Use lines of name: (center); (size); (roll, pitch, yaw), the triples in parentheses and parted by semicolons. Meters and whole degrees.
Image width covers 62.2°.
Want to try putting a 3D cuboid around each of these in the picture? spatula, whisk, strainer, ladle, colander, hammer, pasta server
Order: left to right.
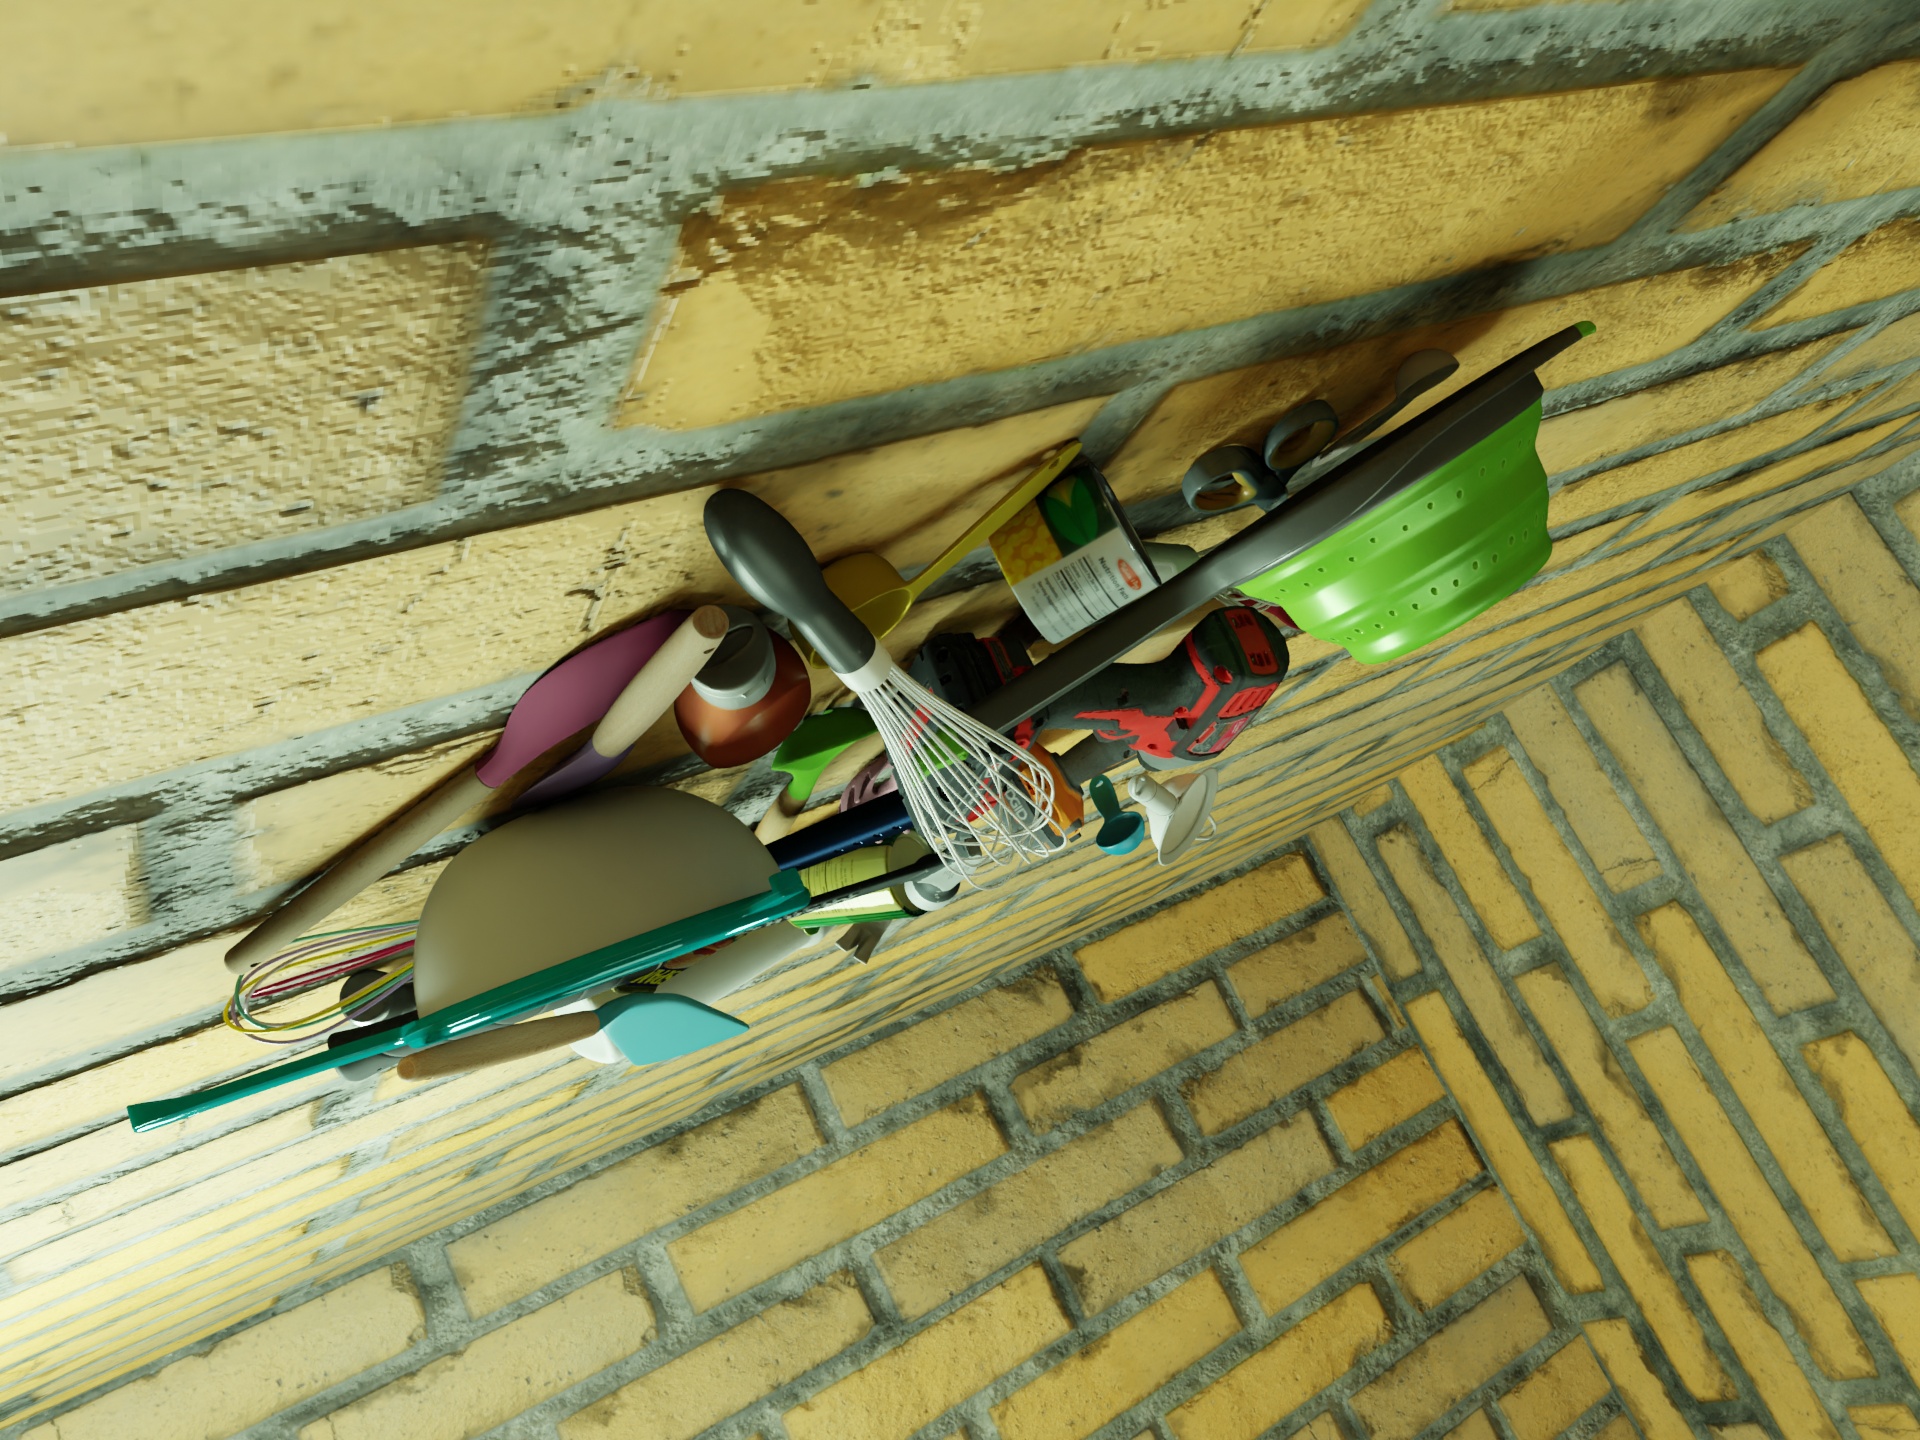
whisk: (-0.286, 0.114, 0.885); (0.245, 0.051, 0.047); (-23, -172, -36)
strainer: (-0.249, 0.107, 0.800); (0.340, 0.095, 0.211); (-18, 174, -13)
spatula: (-0.213, 0.180, 0.877); (0.082, 0.044, 0.317); (-20, 171, 11)
spatula: (-0.146, 0.004, 0.675); (0.060, 0.018, 0.316); (-24, 177, -27)
hammer: (-0.171, 0.138, 0.969); (0.409, 0.036, 0.149); (-16, 165, -21)
hammer: (-0.173, 0.110, 1.009); (0.405, 0.035, 0.144); (-21, 167, -1)
whisk: (-0.027, -0.009, 0.682); (0.070, 0.070, 0.284); (-29, 139, 9)
hammer: (-0.038, 0.098, 1.241); (0.130, 0.031, 0.331); (-56, 175, -29)
pasta server: (-0.002, -0.003, 0.987); (0.060, 0.040, 0.316); (-2, 154, -31)
strainer: (0.152, 0.060, 1.185); (0.087, 0.050, 0.258); (-62, 161, -1)
whisk: (0.132, -0.087, 0.913); (0.246, 0.059, 0.057); (-4, 141, -50)
ladle: (0.165, -0.072, 1.070); (0.315, 0.031, 0.069); (-14, 131, -35)
colander: (0.156, -0.049, 0.798); (0.397, 0.094, 0.204); (-33, -178, 1)

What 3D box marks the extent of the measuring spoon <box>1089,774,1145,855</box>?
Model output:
measuring spoon: (0.126, 0.077, 1.296); (0.042, 0.021, 0.129); (-33, -159, 7)

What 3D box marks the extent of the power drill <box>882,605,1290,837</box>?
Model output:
power drill: (0.073, 0.000, 0.934); (0.219, 0.079, 0.143); (-9, 153, -25)

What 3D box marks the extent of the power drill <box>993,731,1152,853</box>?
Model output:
power drill: (0.133, 0.016, 1.238); (0.226, 0.084, 0.164); (-32, 168, 6)

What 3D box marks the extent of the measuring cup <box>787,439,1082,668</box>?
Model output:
measuring cup: (-0.013, -0.082, 0.712); (0.156, 0.029, 0.062); (-40, 167, 1)

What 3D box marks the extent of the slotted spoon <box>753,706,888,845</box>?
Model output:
slotted spoon: (-0.110, 0.052, 1.010); (0.070, 0.031, 0.313); (-21, 167, -24)

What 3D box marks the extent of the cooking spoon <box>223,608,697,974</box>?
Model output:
cooking spoon: (-0.233, 0.038, 0.727); (0.319, 0.017, 0.068); (-33, 165, 21)

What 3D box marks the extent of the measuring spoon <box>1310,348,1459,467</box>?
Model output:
measuring spoon: (0.222, -0.169, 0.859); (0.034, 0.018, 0.124); (-21, 172, -25)
